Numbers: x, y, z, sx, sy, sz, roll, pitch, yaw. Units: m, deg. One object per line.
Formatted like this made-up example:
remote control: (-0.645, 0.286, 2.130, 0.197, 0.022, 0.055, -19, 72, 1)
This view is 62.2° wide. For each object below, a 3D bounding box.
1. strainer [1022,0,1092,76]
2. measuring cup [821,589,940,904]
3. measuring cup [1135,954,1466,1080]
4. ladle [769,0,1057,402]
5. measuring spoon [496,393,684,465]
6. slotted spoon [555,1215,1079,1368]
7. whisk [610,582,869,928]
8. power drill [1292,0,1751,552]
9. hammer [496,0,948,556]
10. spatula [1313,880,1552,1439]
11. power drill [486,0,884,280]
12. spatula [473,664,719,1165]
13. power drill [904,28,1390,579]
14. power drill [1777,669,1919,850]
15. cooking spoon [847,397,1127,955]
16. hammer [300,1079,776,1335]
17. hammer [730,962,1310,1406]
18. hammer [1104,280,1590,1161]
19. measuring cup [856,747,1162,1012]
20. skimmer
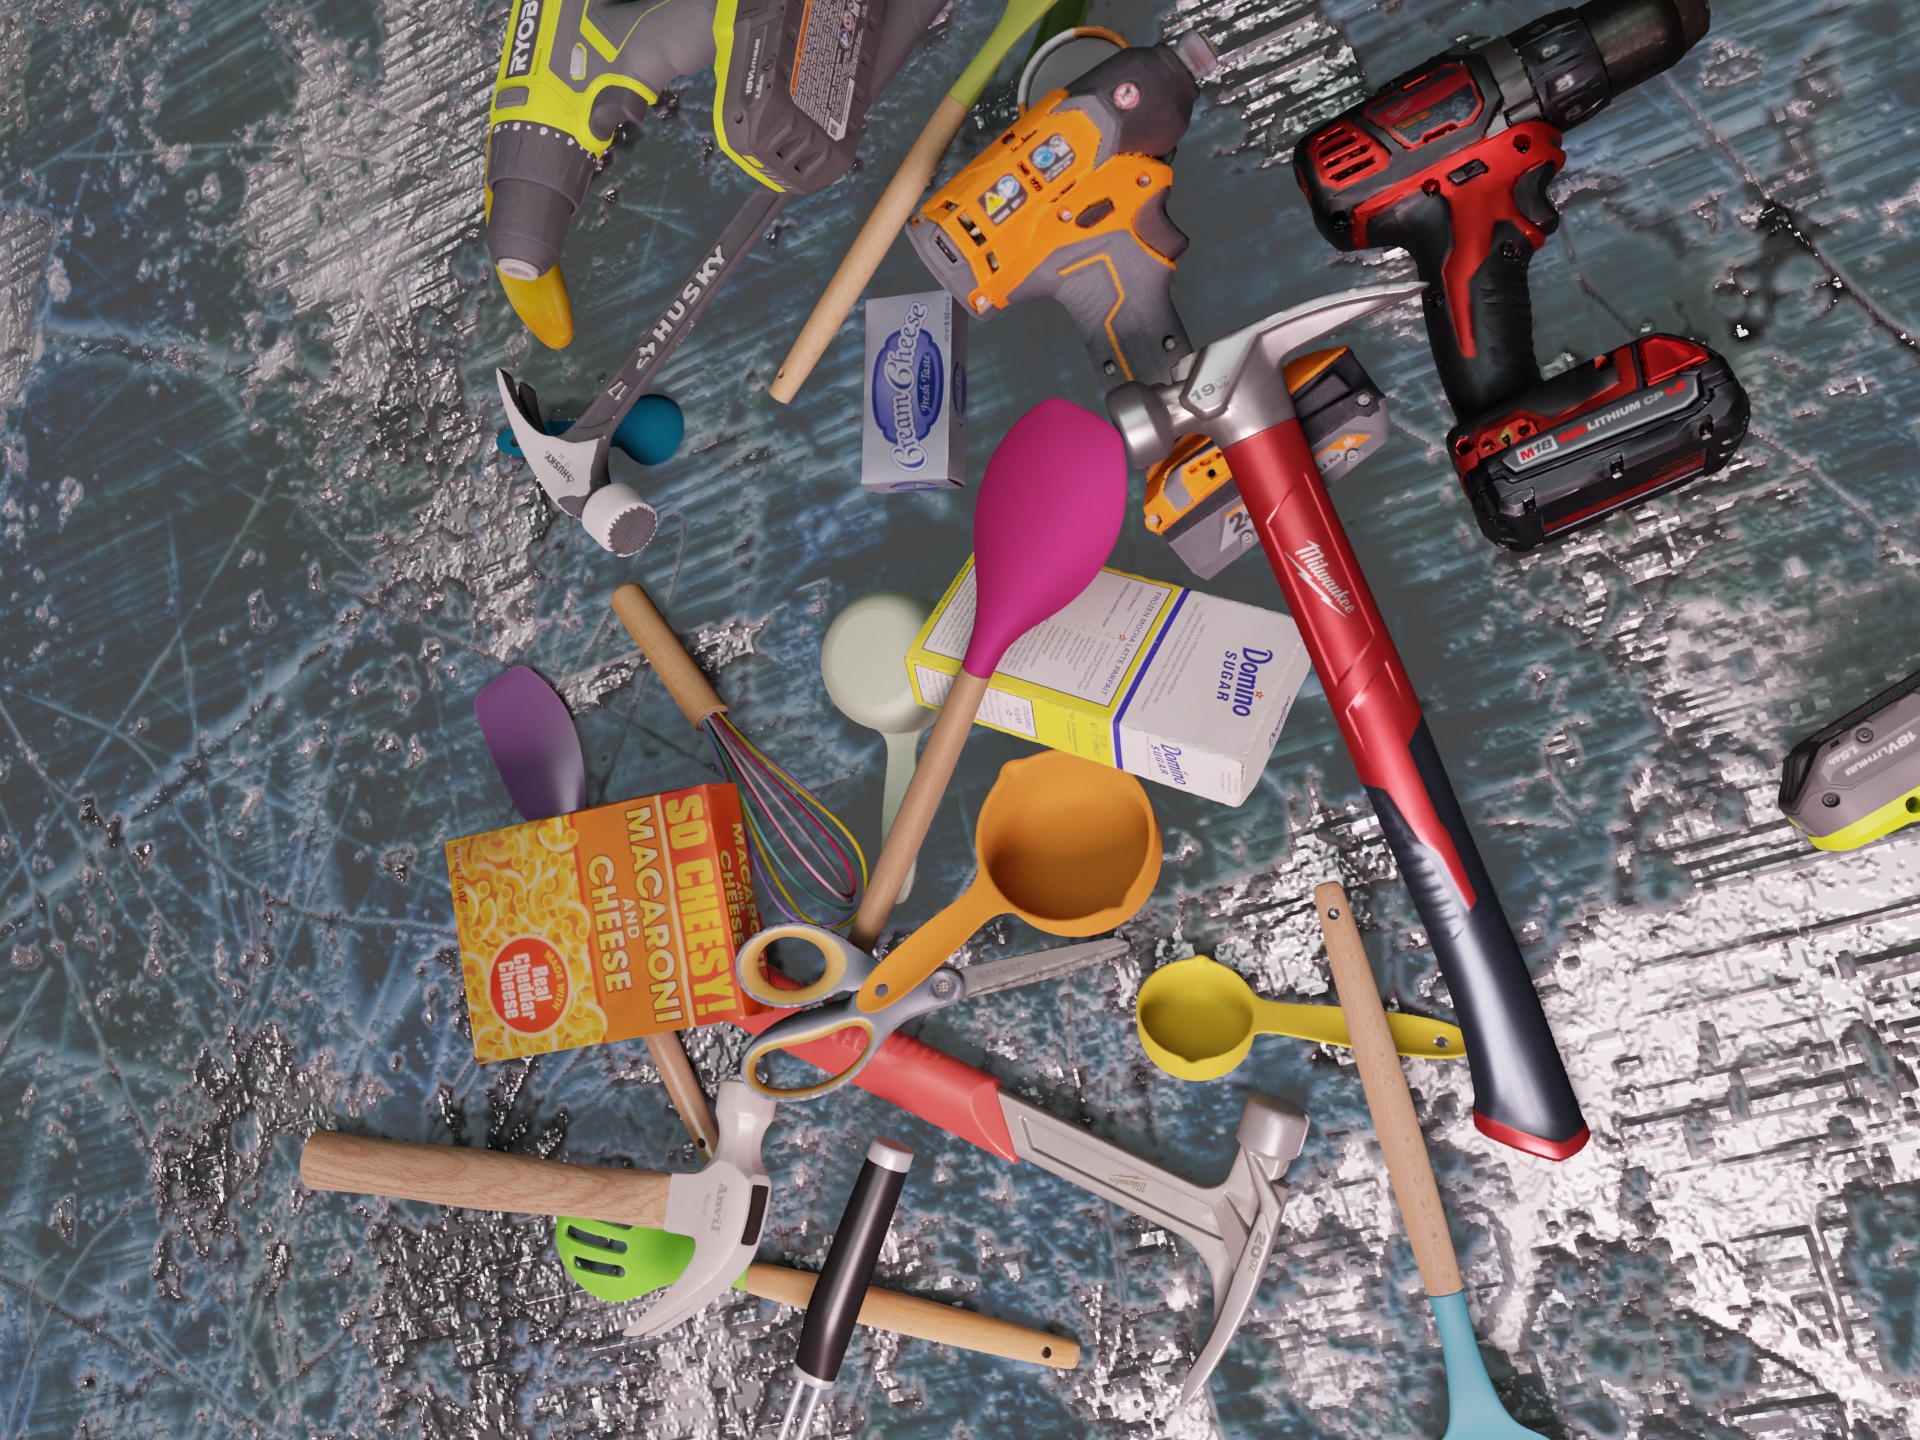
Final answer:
strainer: (0.072, -0.454, 0.813, 0.151, 0.069, 0.256, 19, 92, 22)
measuring cup: (-0.038, 0.013, 0.838, 0.083, 0.038, 0.168, -2, 83, 22)
measuring cup: (0.161, 0.150, 0.754, 0.156, 0.029, 0.062, 6, 47, 9)
ladle: (-0.024, -0.303, 0.824, 0.320, 0.062, 0.078, -54, 43, 23)
measuring spoon: (-0.223, -0.169, 0.935, 0.128, 0.021, 0.042, -1, 85, 20)
slotted spoon: (-0.088, 0.299, 0.844, 0.314, 0.031, 0.070, 6, 84, 21)
whisk: (-0.122, 0.013, 0.872, 0.245, 0.051, 0.047, 52, 139, 22)
power drill: (0.273, -0.211, 0.715, 0.188, 0.080, 0.227, -24, 75, 18)
hammer: (-0.109, -0.290, 0.881, 0.149, 0.036, 0.409, 42, 97, 30)
spatula: (0.208, 0.227, 0.713, 0.082, 0.044, 0.317, -17, 82, 17)
power drill: (-0.165, -0.338, 0.862, 0.228, 0.080, 0.190, 6, 83, 32)
spatula: (-0.203, 0.107, 0.909, 0.060, 0.018, 0.316, -32, 74, 17)
power drill: (0.102, -0.199, 0.748, 0.164, 0.084, 0.226, -38, 89, 15)
power drill: (0.439, 0.081, 0.625, 0.171, 0.080, 0.223, -36, 77, 15)
cooking spoon: (-0.001, -0.002, 0.753, 0.069, 0.017, 0.318, 31, 119, 15)
hammer: (-0.248, 0.260, 0.885, 0.331, 0.031, 0.130, -4, 69, 29)
hammer: (-0.012, 0.198, 0.816, 0.359, 0.036, 0.149, 21, 94, 21)
hammer: (0.203, 0.006, 0.694, 0.143, 0.038, 0.386, -23, 93, 11)
measuring cup: (0.024, 0.090, 0.784, 0.173, 0.052, 0.095, -40, 65, 1)
skimmer: (-0.083, 0.386, 0.814, 0.127, 0.090, 0.363, 19, 89, 26)
